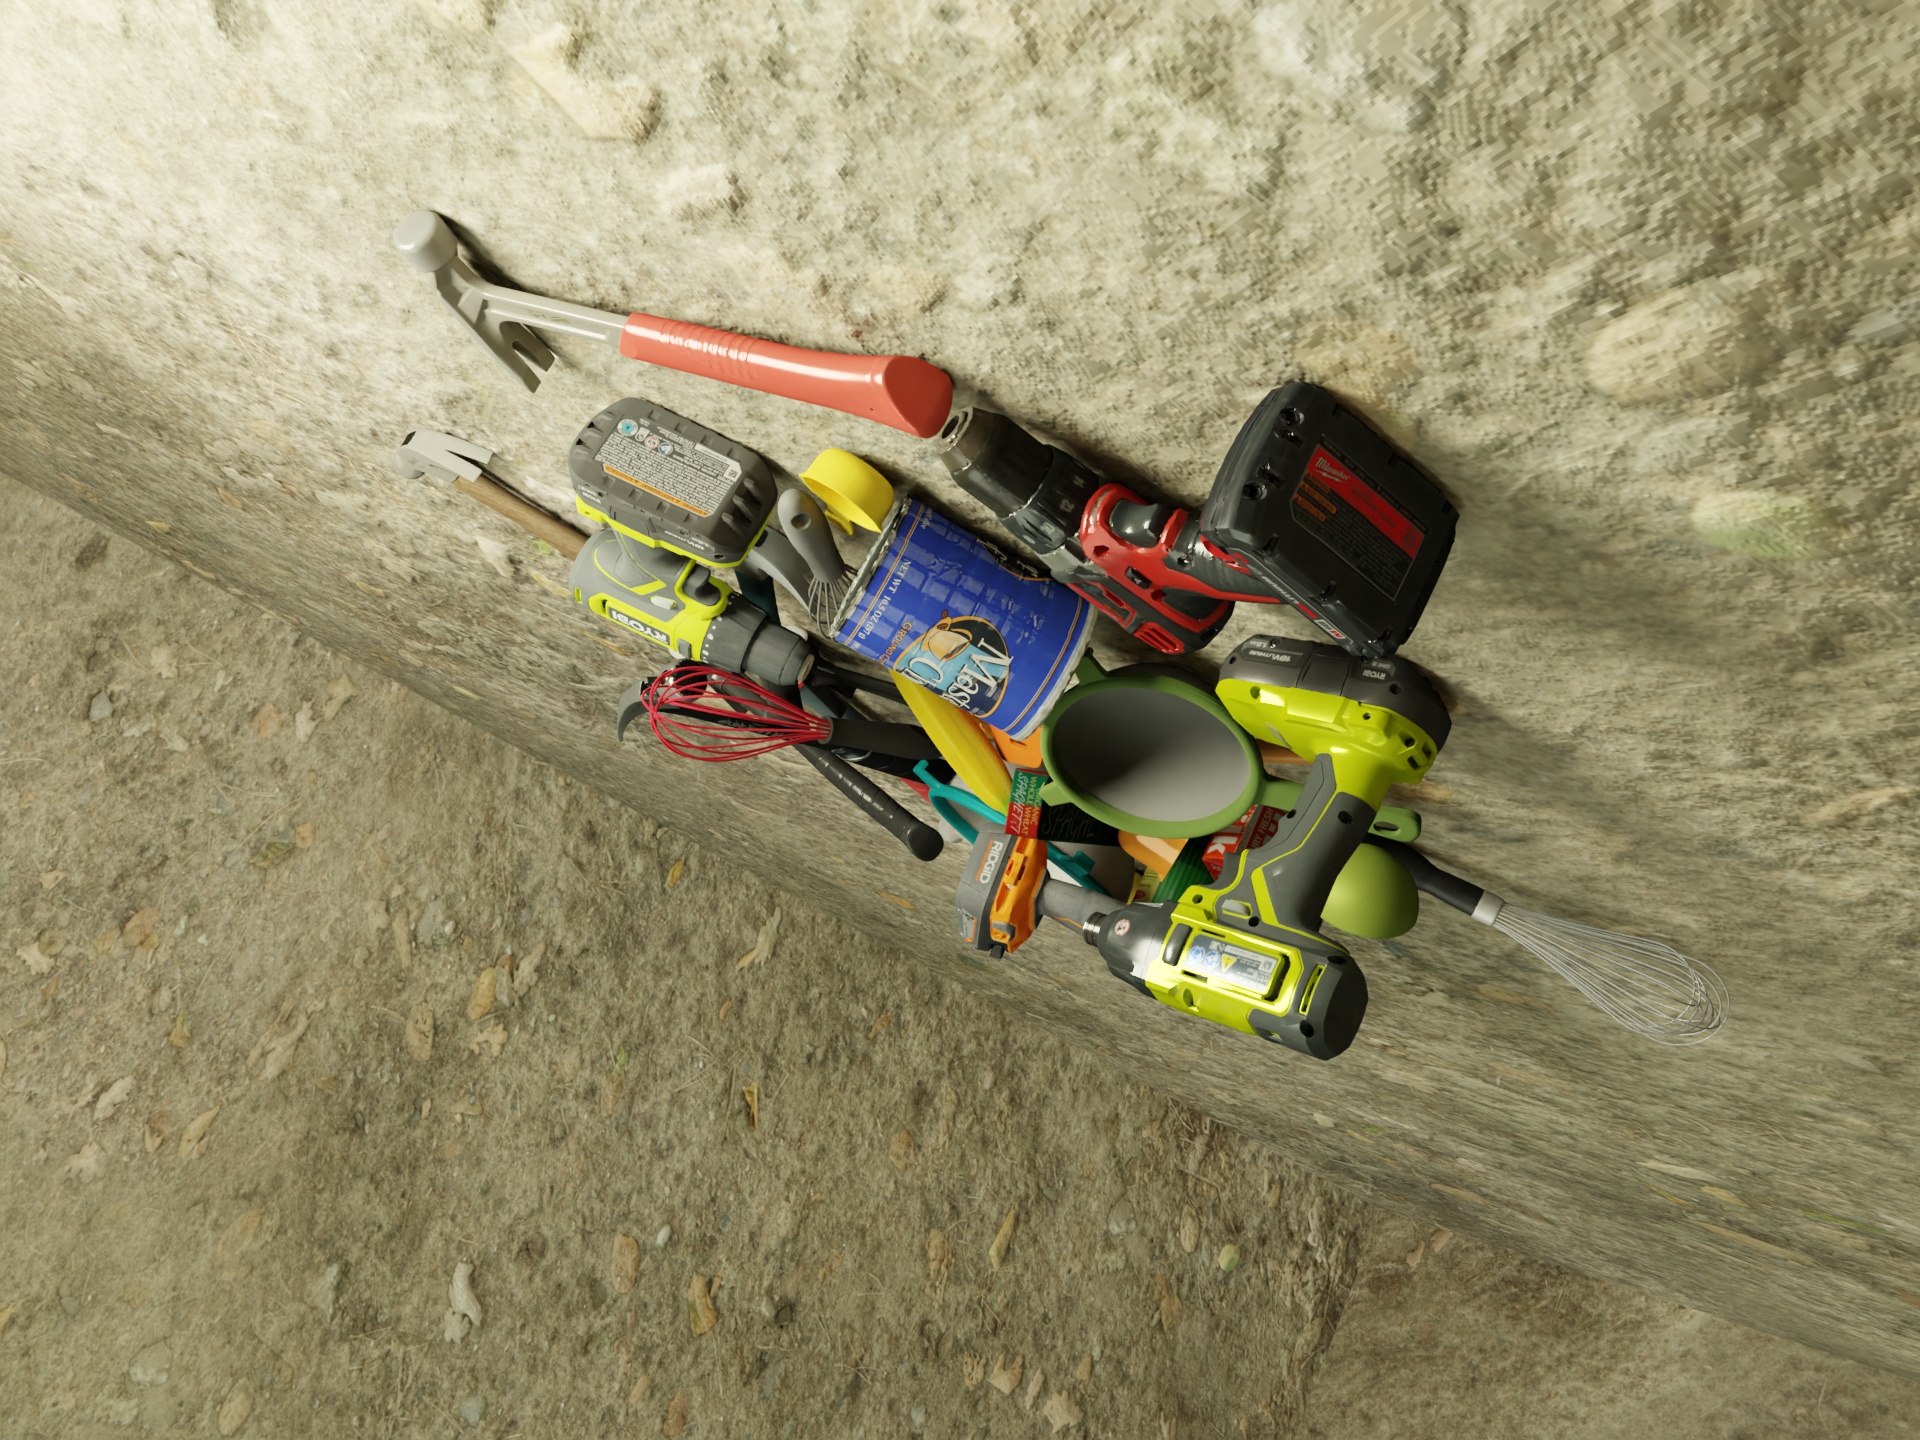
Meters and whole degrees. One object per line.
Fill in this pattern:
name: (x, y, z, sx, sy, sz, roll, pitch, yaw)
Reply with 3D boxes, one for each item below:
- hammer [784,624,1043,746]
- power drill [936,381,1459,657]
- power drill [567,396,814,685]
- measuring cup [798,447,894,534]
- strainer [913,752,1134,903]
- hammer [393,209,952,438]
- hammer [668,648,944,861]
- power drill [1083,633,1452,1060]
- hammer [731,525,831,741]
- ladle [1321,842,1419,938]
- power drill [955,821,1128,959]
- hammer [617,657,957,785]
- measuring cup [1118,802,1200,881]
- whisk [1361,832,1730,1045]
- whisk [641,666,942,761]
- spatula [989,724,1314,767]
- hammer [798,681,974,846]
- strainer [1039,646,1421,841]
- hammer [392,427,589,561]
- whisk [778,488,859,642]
hammer: (-0.002, -0.004, 1.357, 0.337, 0.034, 0.127, 17, 162, 31)
power drill: (0.103, -0.100, 0.776, 0.187, 0.080, 0.227, 33, 167, -24)
power drill: (-0.191, -0.113, 1.136, 0.190, 0.080, 0.228, 26, 155, 4)
measuring cup: (-0.071, -0.144, 1.032, 0.062, 0.029, 0.156, 34, 177, -4)
strainer: (0.104, 0.118, 1.463, 0.211, 0.095, 0.340, 29, 168, 32)
hammer: (-0.160, -0.210, 0.915, 0.359, 0.037, 0.149, 19, 164, 27)
hammer: (-0.143, 0.031, 1.548, 0.335, 0.035, 0.146, 37, 174, 26)
power drill: (0.177, 0.068, 0.924, 0.171, 0.223, 0.080, 14, 160, 40)
hammer: (-0.160, -0.068, 1.318, 0.128, 0.033, 0.330, 23, 156, 12)
ladle: (0.291, 0.134, 1.175, 0.078, 0.062, 0.320, 19, 174, 14)
power drill: (0.115, 0.169, 1.263, 0.226, 0.084, 0.164, 18, 156, 11)
hammer: (-0.113, 0.025, 1.413, 0.408, 0.036, 0.149, 16, 157, -36)
measuring cup: (0.155, 0.065, 1.195, 0.052, 0.095, 0.173, 32, 176, 11)
whisk: (0.413, 0.152, 1.155, 0.285, 0.070, 0.070, 27, 166, 16)
whisk: (-0.124, 0.006, 1.271, 0.295, 0.073, 0.073, 8, 180, -41)
spatula: (0.133, 0.011, 1.171, 0.323, 0.041, 0.081, 4, 119, 40)
hammer: (-0.047, 0.047, 1.604, 0.143, 0.038, 0.385, 12, 160, 39)
strainer: (0.184, 0.021, 1.068, 0.256, 0.069, 0.151, 15, 138, 6)
hammer: (-0.345, -0.158, 1.419, 0.331, 0.031, 0.130, 32, 165, -24)
whisk: (-0.095, -0.106, 1.105, 0.055, 0.055, 0.238, 23, 168, 12)
